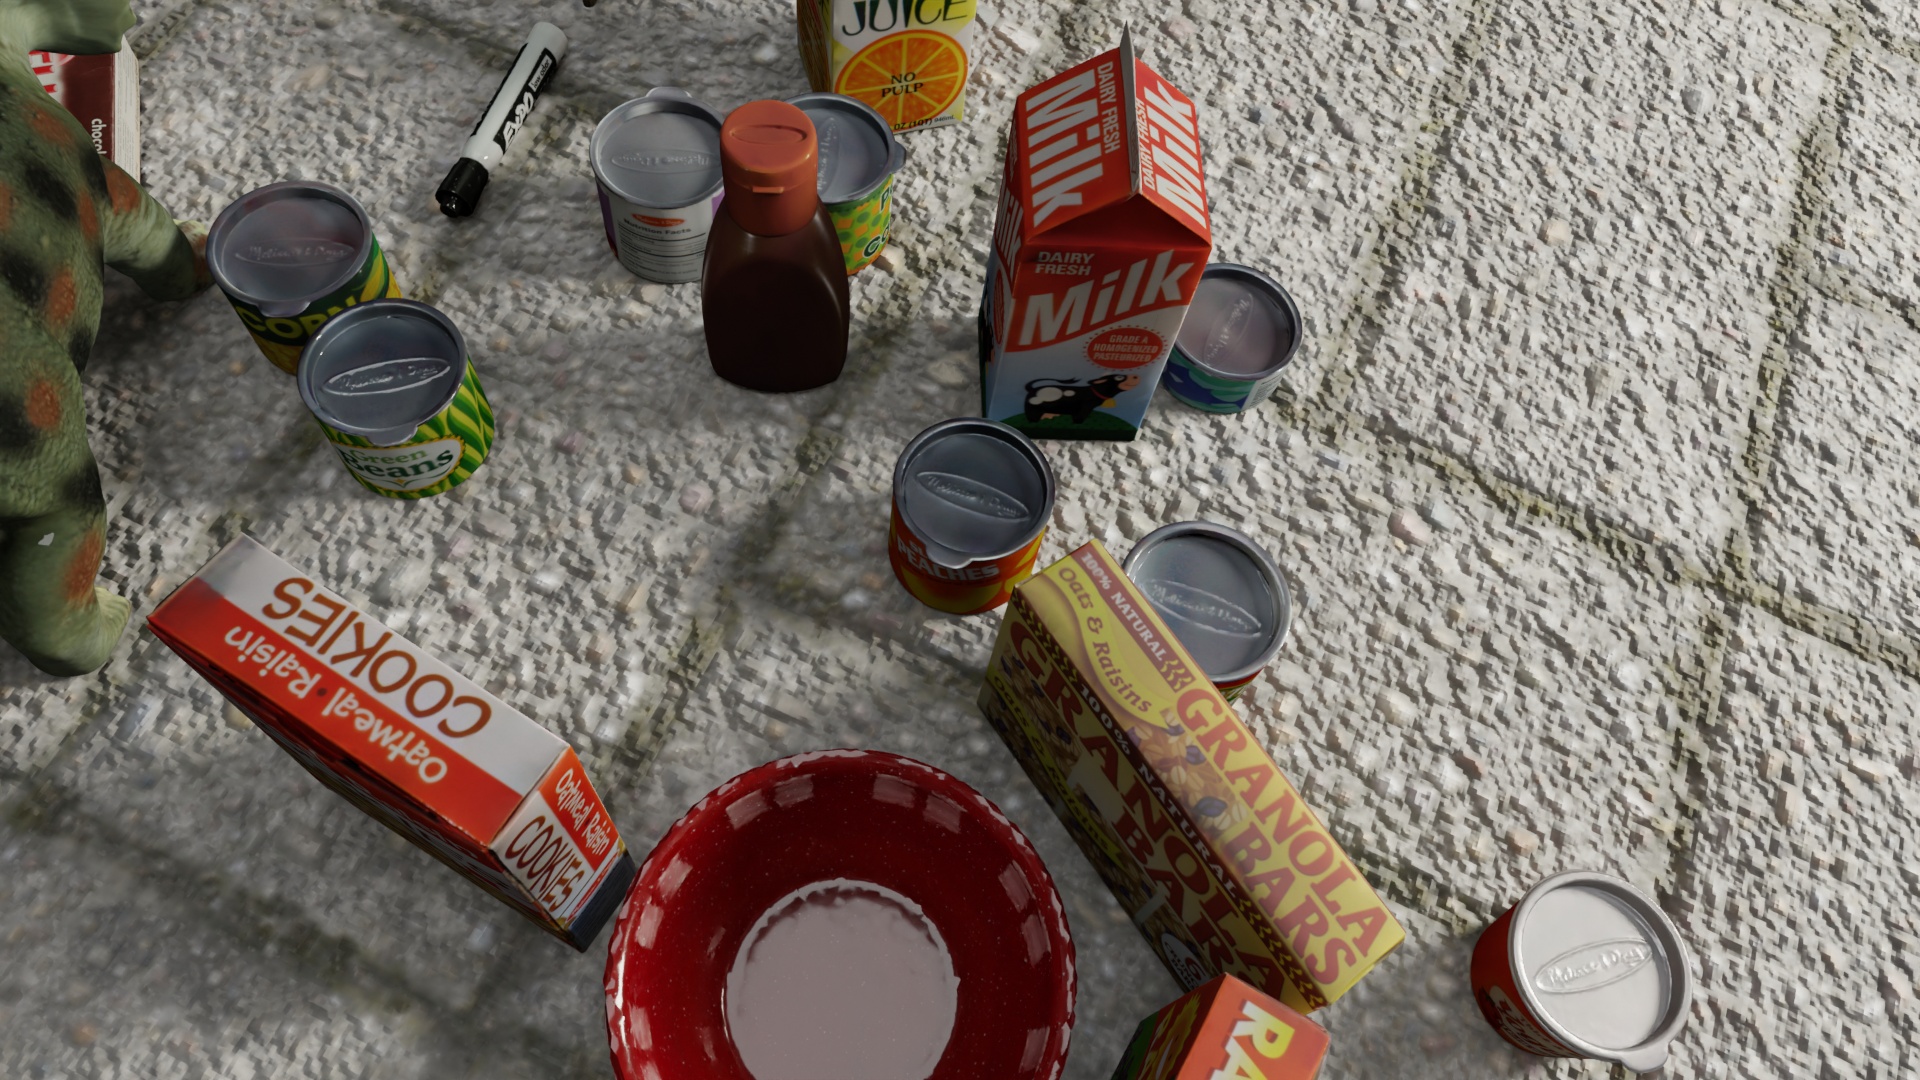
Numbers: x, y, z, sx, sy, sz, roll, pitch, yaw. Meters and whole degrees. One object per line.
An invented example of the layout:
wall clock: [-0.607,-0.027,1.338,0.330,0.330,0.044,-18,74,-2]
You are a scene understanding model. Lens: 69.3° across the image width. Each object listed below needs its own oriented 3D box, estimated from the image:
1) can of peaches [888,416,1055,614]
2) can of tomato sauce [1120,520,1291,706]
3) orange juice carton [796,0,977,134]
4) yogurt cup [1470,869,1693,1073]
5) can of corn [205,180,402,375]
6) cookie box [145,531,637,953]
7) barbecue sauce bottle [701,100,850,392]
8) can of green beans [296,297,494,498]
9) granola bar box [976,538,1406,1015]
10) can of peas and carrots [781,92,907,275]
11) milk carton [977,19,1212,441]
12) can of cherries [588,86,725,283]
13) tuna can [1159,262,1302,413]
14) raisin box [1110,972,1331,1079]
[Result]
can of peaches: [0.002,-0.007,0.584,0.071,0.057,0.071,2,64,-5]
can of tomato sauce: [0.087,0.042,0.555,0.071,0.082,0.071,2,64,-5]
orange juice carton: [-0.035,-0.279,0.641,0.072,0.191,0.073,-14,66,-12]
yogurt cup: [0.230,0.164,0.525,0.072,0.053,0.072,2,64,-5]
can of corn: [-0.283,-0.110,0.606,0.071,0.058,0.071,2,64,-5]
cookie box: [-0.178,0.077,0.463,0.123,0.166,0.040,30,65,9]
barbecue sauce bottle: [-0.078,-0.118,0.581,0.065,0.148,0.044,1,64,-5]
can of green beans: [-0.236,-0.058,0.585,0.071,0.057,0.071,2,64,-5]
granola bar box: [0.074,0.095,0.504,0.039,0.123,0.166,-30,70,-18]
can of peas and carrots: [-0.062,-0.167,0.657,0.071,0.058,0.071,2,64,-5]
milk carton: [0.053,-0.117,0.570,0.073,0.189,0.072,1,64,-5]
can of cherries: [-0.135,-0.165,0.649,0.071,0.058,0.072,2,64,-5]
tuna can: [0.122,-0.096,0.655,0.071,0.032,0.071,2,63,-5]
raisin box: [0.070,0.196,0.453,0.040,0.123,0.086,30,65,9]
